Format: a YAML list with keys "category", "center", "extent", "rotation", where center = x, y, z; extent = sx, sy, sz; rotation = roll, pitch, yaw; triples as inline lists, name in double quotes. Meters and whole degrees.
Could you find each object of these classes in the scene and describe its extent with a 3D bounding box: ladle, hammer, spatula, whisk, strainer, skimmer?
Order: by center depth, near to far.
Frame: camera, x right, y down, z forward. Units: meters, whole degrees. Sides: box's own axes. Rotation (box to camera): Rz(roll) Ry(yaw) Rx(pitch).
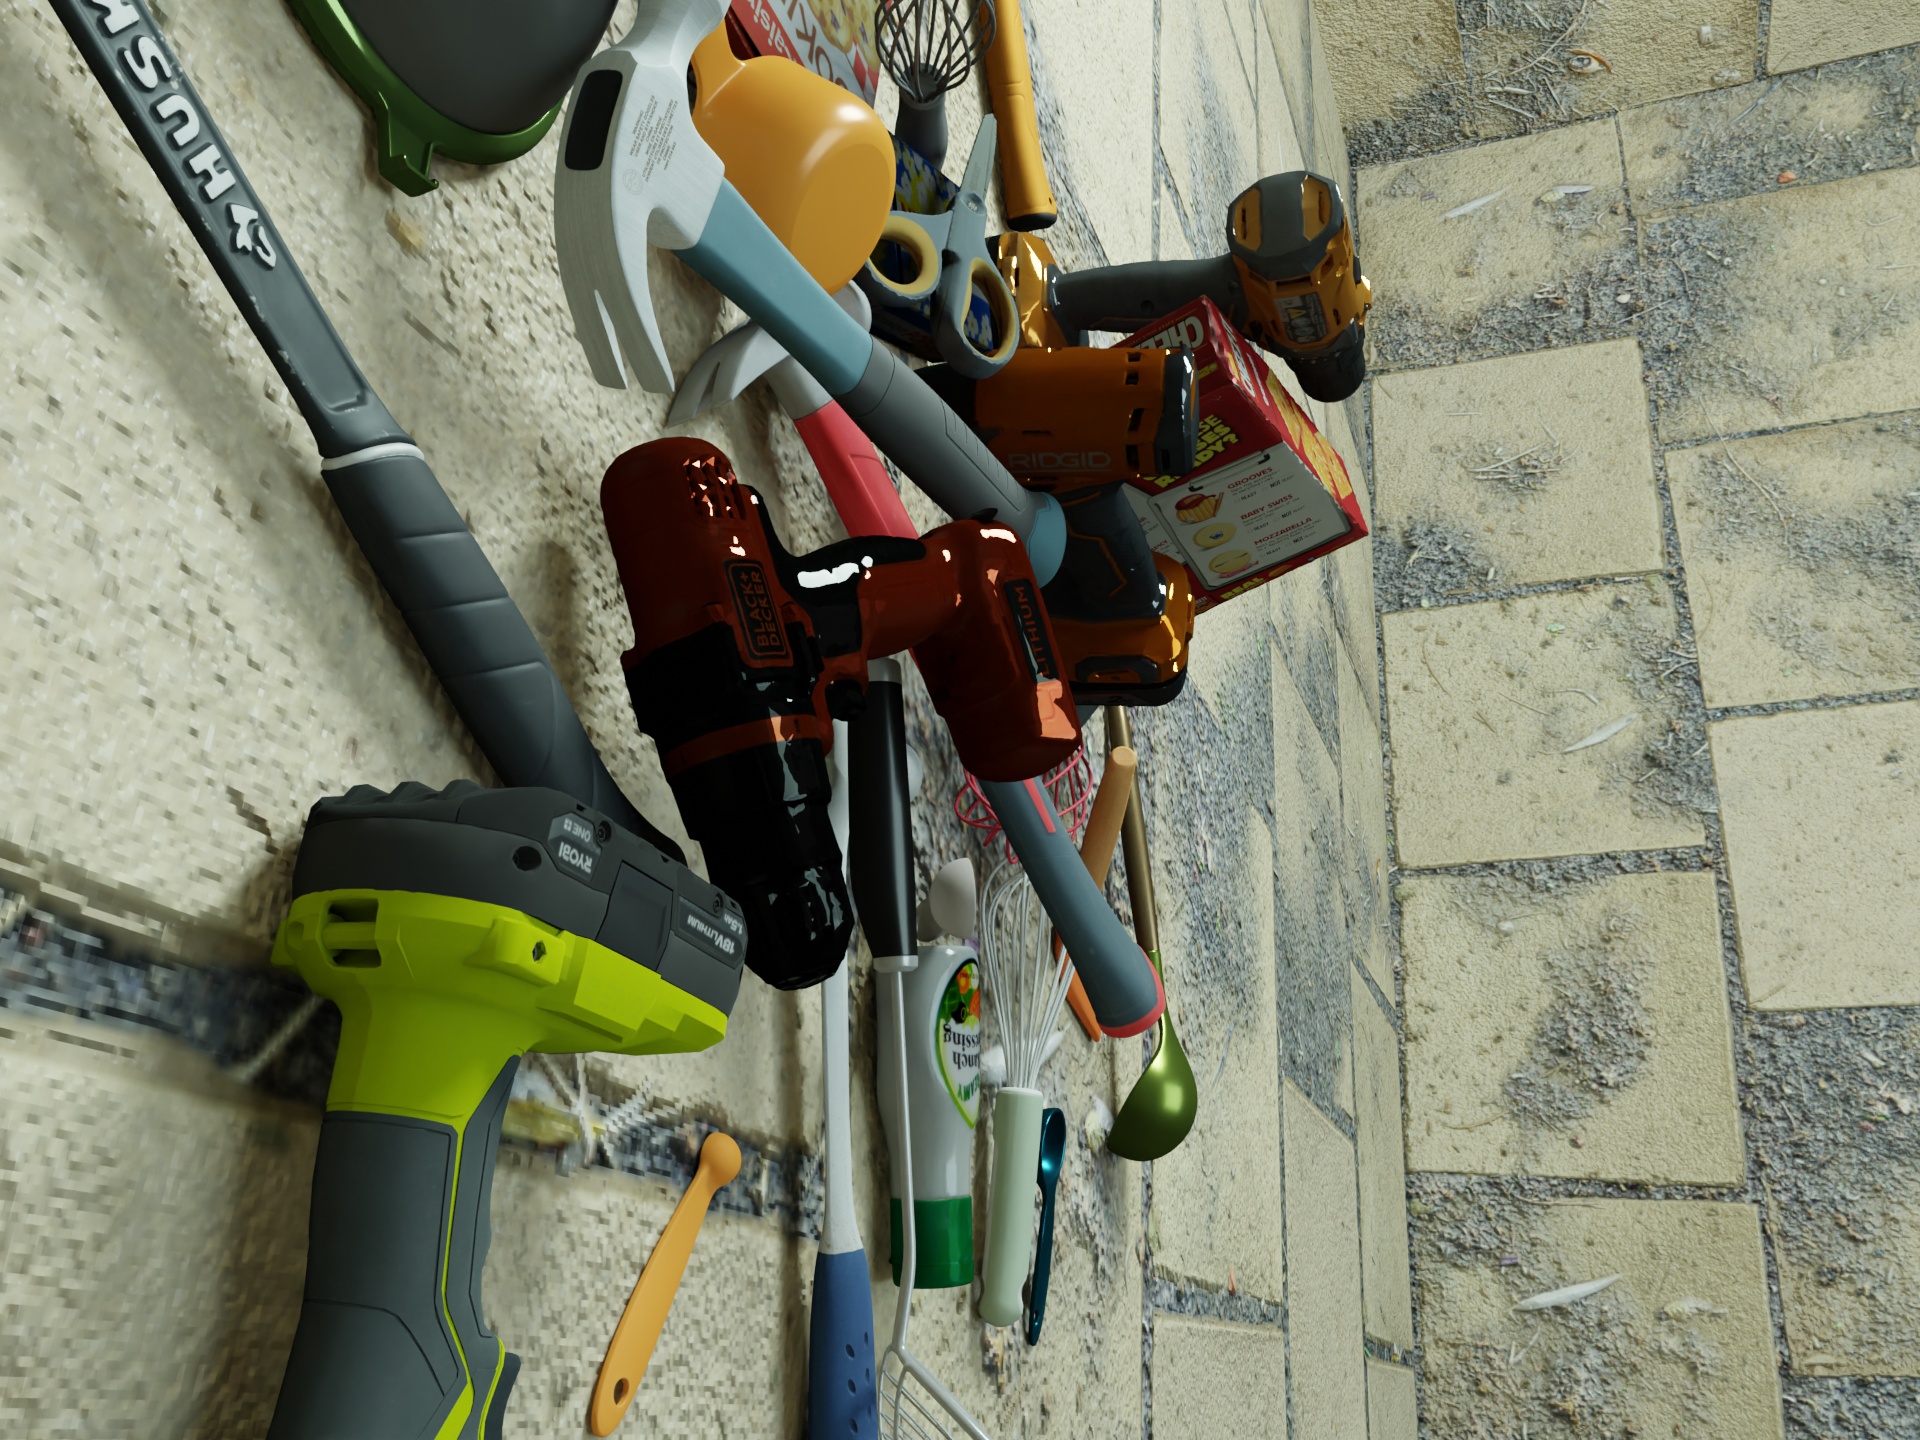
- category: "hammer"
  center: [-0.164, -0.082, 0.412]
  extent: [0.149, 0.036, 0.408]
  rotation: [-70, 147, -47]
- category: "strainer"
  center: [-0.124, -0.275, 0.517]
  extent: [0.256, 0.069, 0.151]
  rotation: [-58, 138, -56]
- category: "hammer"
  center: [-0.035, -0.131, 0.609]
  extent: [0.330, 0.033, 0.128]
  rotation: [35, 72, -57]
- category: "skimmer"
  center: [0.007, 0.154, 0.616]
  extent: [0.127, 0.090, 0.363]
  rotation: [134, -47, -74]
- category: "hammer"
  center: [-0.051, 0.198, 0.627]
  extent: [0.144, 0.035, 0.406]
  rotation: [23, 63, -67]
- category: "hammer"
  center: [-0.001, -0.002, 0.713]
  extent: [0.386, 0.038, 0.143]
  rotation: [63, 29, -21]
- category: "whisk"
  center: [-0.015, -0.298, 0.750]
  extent: [0.239, 0.055, 0.055]
  rotation: [-157, -119, -87]
- category: "whisk"
  center: [0.031, 0.187, 0.834]
  extent: [0.057, 0.059, 0.246]
  rotation: [74, 21, -72]
- category: "spatula"
  center: [0.081, 0.096, 0.908]
  extent: [0.322, 0.041, 0.081]
  rotation: [95, 2, -61]
- category: "whisk"
  center: [0.055, 0.012, 0.926]
  extent: [0.296, 0.073, 0.073]
  rotation: [-53, 133, -68]
- category: "hammer"
  center: [0.019, -0.479, 0.994]
  extent: [0.127, 0.034, 0.337]
  rotation: [-29, 111, -68]
- category: "ladle"
  center: [0.113, 0.134, 1.080]
  extent: [0.078, 0.062, 0.320]
  rotation: [54, 28, -66]

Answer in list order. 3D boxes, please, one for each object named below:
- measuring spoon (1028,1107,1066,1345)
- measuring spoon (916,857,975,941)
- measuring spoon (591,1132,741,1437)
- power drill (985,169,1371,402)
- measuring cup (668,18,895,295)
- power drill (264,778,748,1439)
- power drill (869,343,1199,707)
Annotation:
- category: "measuring spoon"
  center: [0.039, 0.277, 0.876]
  extent: [0.042, 0.021, 0.128]
  rotation: [17, 78, -67]
- category: "measuring spoon"
  center: [-0.014, 0.086, 0.714]
  extent: [0.124, 0.018, 0.034]
  rotation: [133, -44, -71]
- category: "measuring spoon"
  center: [-0.097, 0.189, 0.542]
  extent: [0.117, 0.011, 0.021]
  rotation: [-68, 146, -51]
- category: "power drill"
  center: [0.126, -0.230, 0.934]
  extent: [0.185, 0.226, 0.084]
  rotation: [39, 49, -62]
- category: "measuring cup"
  center: [-0.069, -0.222, 0.580]
  extent: [0.095, 0.052, 0.173]
  rotation: [-51, 161, -15]
- category: "power drill"
  center: [-0.121, 0.147, 0.407]
  extent: [0.190, 0.080, 0.229]
  rotation: [47, 44, -57]
- category: "power drill"
  center: [0.041, -0.099, 0.816]
  extent: [0.226, 0.164, 0.084]
  rotation: [76, 19, -55]
